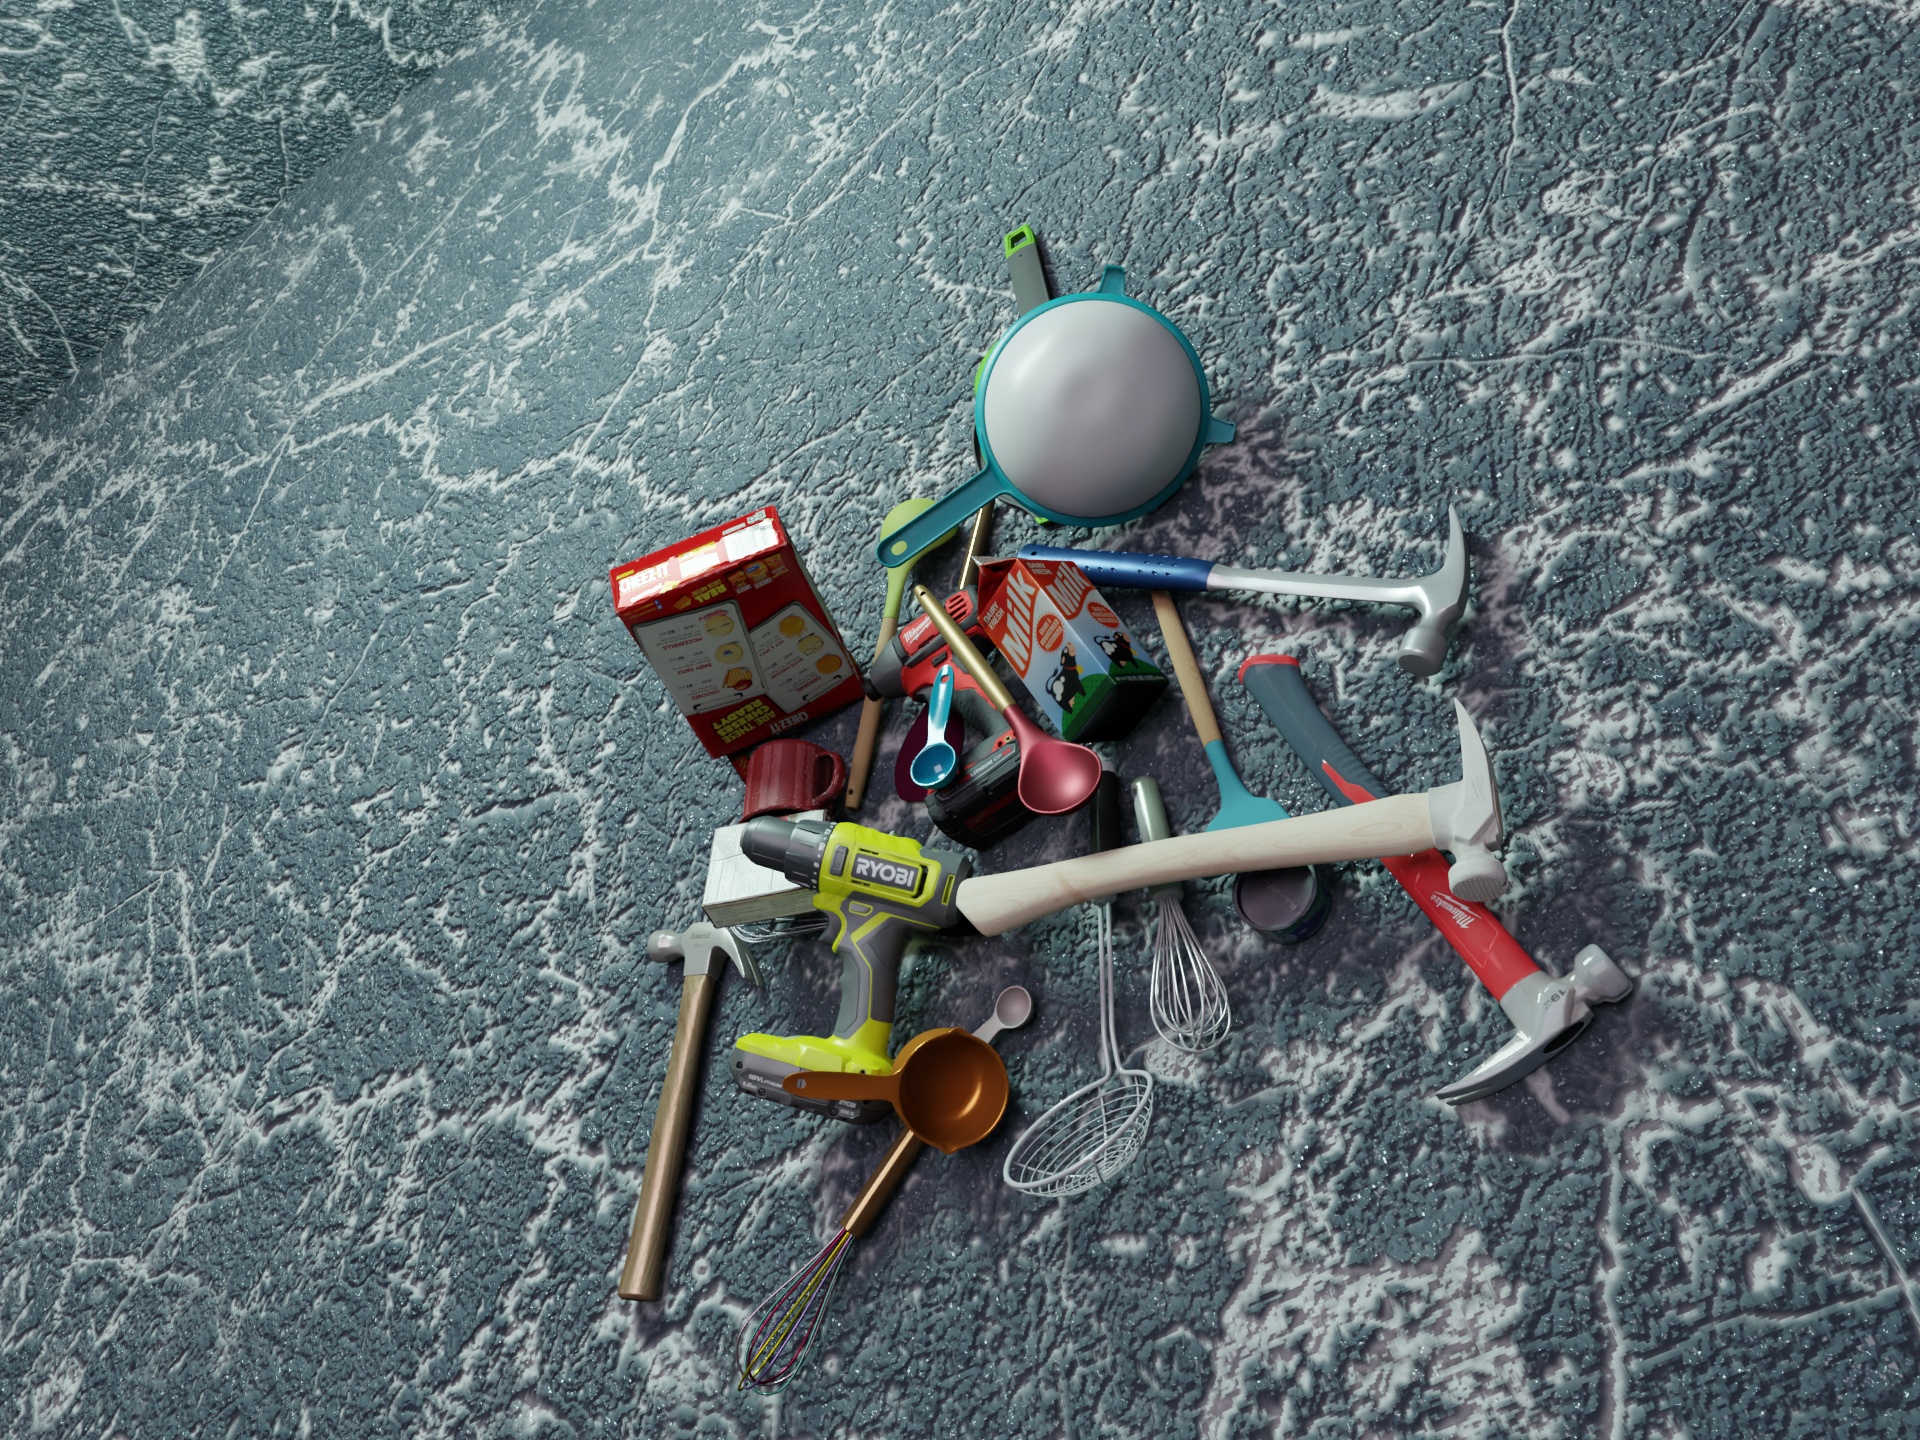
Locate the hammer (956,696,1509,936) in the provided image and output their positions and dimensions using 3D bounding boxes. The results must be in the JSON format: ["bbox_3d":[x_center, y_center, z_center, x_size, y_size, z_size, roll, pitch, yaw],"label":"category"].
[{"bbox_3d":[0.184,0.090,1.169,0.410,0.038,0.146,-13,53,26],"label":"hammer"}]

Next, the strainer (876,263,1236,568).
[{"bbox_3d":[0.062,-0.242,1.397,0.340,0.095,0.211,-35,88,4],"label":"strainer"}]

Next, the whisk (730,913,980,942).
[{"bbox_3d":[-0.100,0.165,1.383,0.285,0.070,0.070,-1,63,30],"label":"whisk"}]

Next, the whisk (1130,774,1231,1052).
[{"bbox_3d":[0.160,0.142,1.217,0.059,0.057,0.247,-3,51,-5],"label":"whisk"}]

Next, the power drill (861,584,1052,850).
[{"bbox_3d":[-0.002,-0.004,1.387,0.143,0.078,0.220,-33,52,13],"label":"power drill"}]

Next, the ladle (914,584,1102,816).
[{"bbox_3d":[0.029,-0.023,1.313,0.069,0.031,0.316,-32,47,-3],"label":"ladle"}]

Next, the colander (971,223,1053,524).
[{"bbox_3d":[0.070,-0.376,1.557,0.204,0.094,0.398,-26,52,21],"label":"colander"}]

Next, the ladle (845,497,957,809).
[{"bbox_3d":[-0.065,-0.066,1.513,0.078,0.062,0.320,1,71,32],"label":"ladle"}]

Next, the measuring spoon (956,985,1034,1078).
[{"bbox_3d":[0.016,0.261,1.272,0.124,0.018,0.034,-47,47,12],"label":"measuring spoon"}]

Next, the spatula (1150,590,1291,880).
[{"bbox_3d":[0.195,-0.006,1.280,0.082,0.044,0.318,-26,50,15],"label":"spatula"}]

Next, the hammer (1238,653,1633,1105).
[{"bbox_3d":[0.300,0.091,1.151,0.143,0.038,0.387,-41,48,10],"label":"hammer"}]

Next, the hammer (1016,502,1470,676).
[{"bbox_3d":[0.222,-0.122,1.317,0.406,0.035,0.144,9,61,37],"label":"hammer"}]

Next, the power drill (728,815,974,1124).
[{"bbox_3d":[-0.107,0.194,1.288,0.190,0.080,0.228,13,84,9],"label":"power drill"}]

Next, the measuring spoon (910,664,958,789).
[{"bbox_3d":[-0.014,0.007,1.333,0.042,0.021,0.129,-14,47,25],"label":"measuring spoon"}]

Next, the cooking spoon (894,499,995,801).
[{"bbox_3d":[-0.007,-0.073,1.482,0.069,0.017,0.319,-2,64,35],"label":"cooking spoon"}]

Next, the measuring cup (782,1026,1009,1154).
[{"bbox_3d":[-0.052,0.278,1.218,0.052,0.173,0.095,165,110,-78],"label":"measuring cup"}]

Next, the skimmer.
[{"bbox_3d":[0.091,0.182,1.209,0.127,0.090,0.364,-30,46,41],"label":"skimmer"}]

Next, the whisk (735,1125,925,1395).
[{"bbox_3d":[-0.098,0.417,1.238,0.051,0.047,0.245,27,78,43],"label":"whisk"}]

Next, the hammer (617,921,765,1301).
[{"bbox_3d":[-0.249,0.337,1.401,0.130,0.031,0.332,-10,59,31],"label":"hammer"}]
